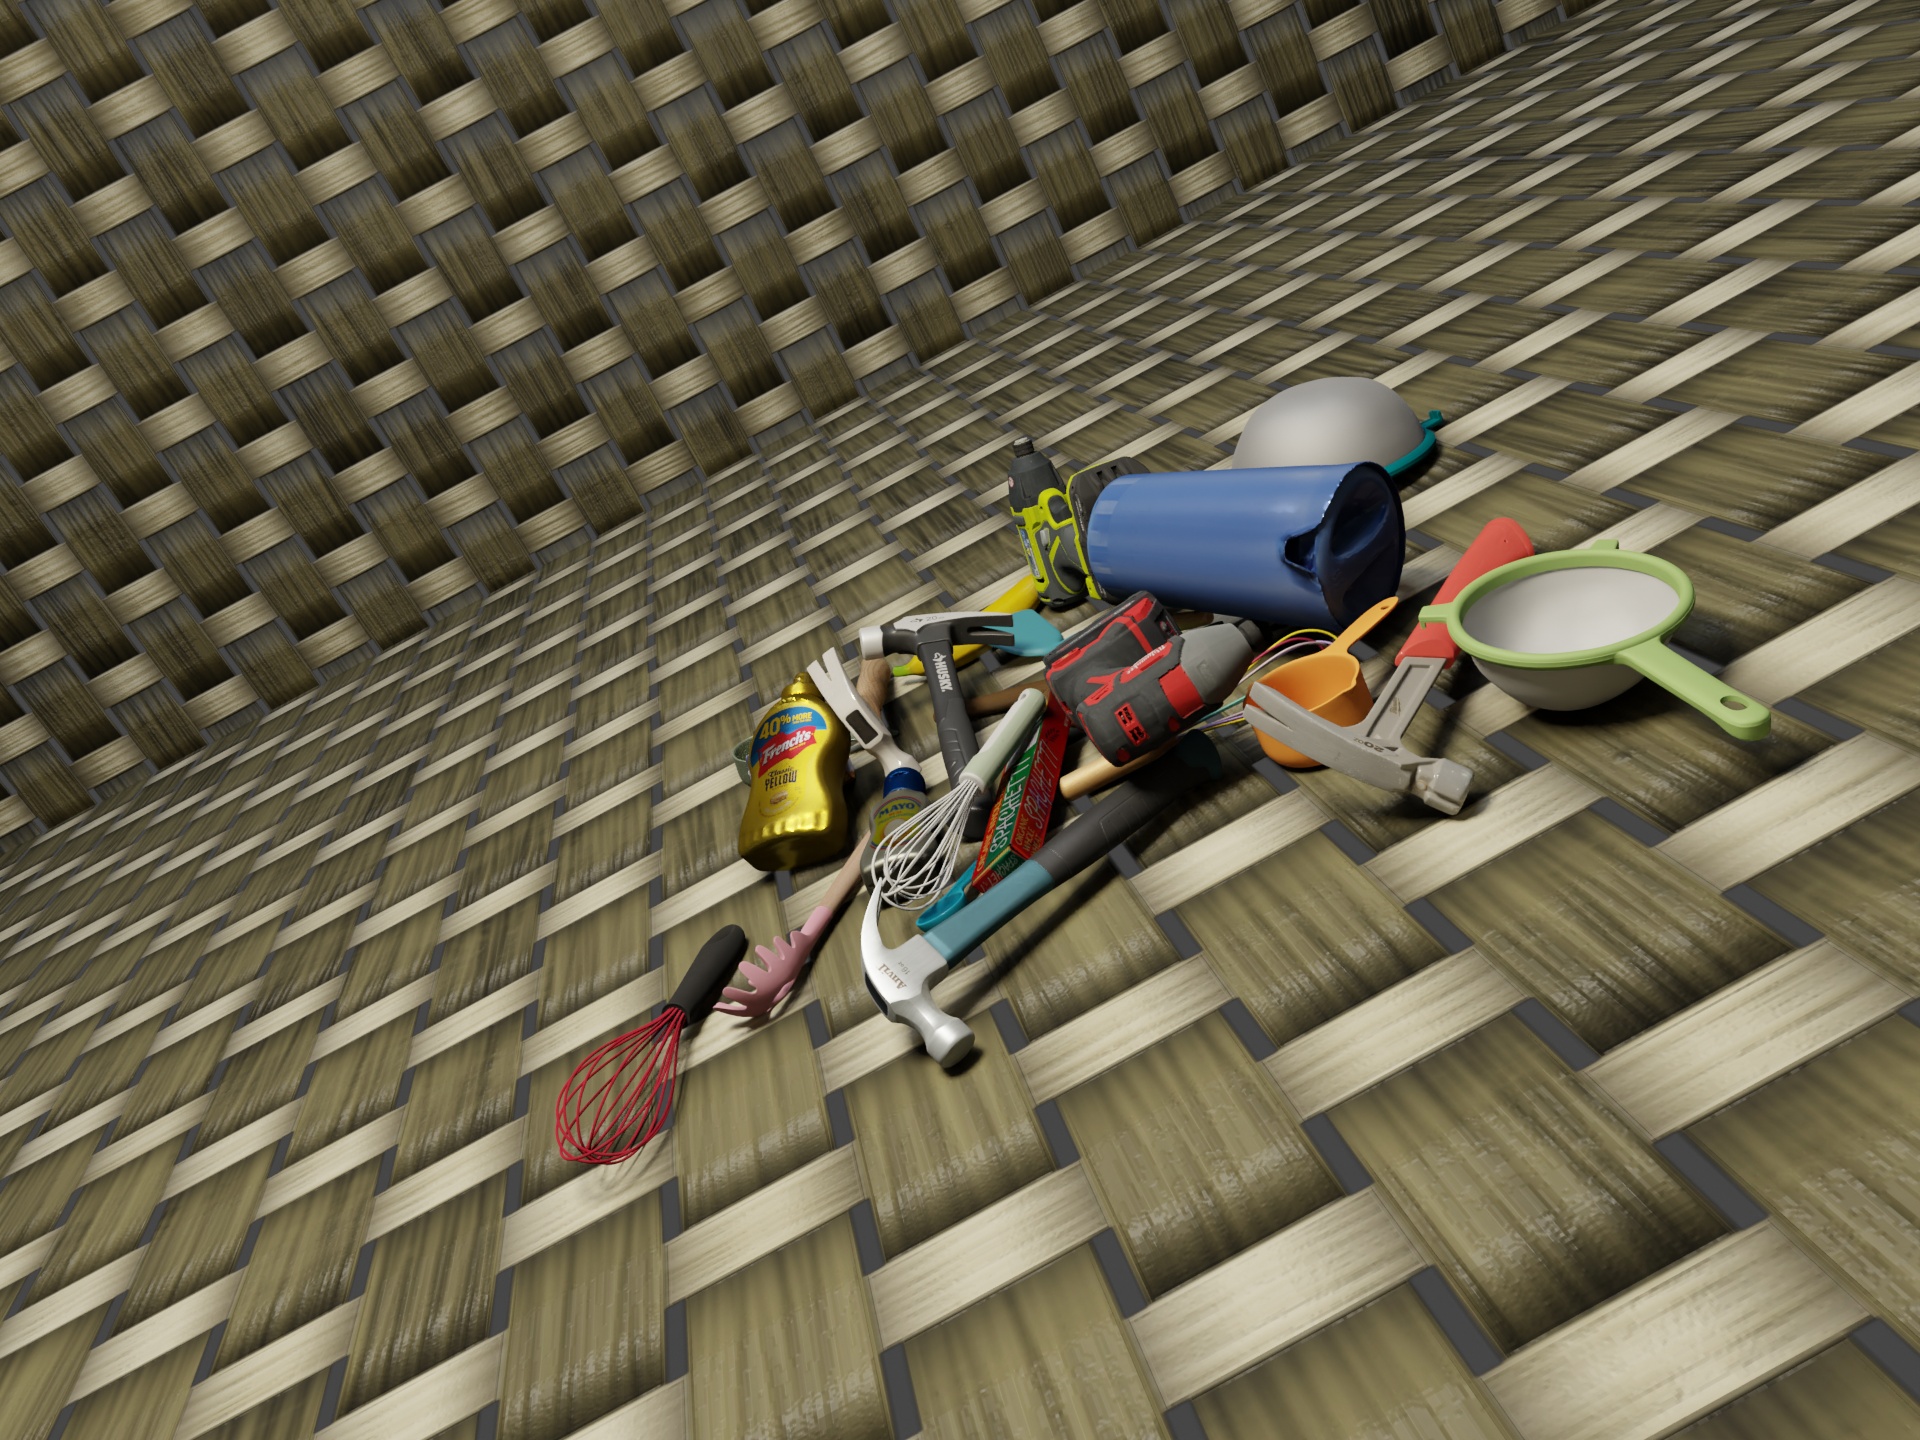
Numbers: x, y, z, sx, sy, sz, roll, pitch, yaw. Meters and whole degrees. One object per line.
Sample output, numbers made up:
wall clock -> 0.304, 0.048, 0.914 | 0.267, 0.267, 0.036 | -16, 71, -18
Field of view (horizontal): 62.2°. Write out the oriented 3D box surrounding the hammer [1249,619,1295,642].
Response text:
hammer -> 0.236, -0.150, 1.520 | 0.149, 0.036, 0.409 | -33, 22, -15

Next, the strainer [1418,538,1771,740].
strainer -> 0.415, -0.029, 0.997 | 0.151, 0.069, 0.257 | -21, 29, -6

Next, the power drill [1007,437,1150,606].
power drill -> 0.114, -0.191, 1.544 | 0.080, 0.171, 0.223 | -23, 16, -16

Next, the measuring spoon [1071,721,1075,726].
measuring spoon -> 0.090, -0.005, 1.394 | 0.117, 0.011, 0.021 | 0, 34, 50

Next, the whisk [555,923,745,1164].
whisk -> -0.220, 0.230, 1.181 | 0.073, 0.073, 0.296 | -19, 17, 21

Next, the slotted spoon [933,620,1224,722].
slotted spoon -> 0.101, -0.034, 1.431 | 0.314, 0.031, 0.070 | -14, 20, 35

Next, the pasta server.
pasta server -> -0.105, 0.134, 1.279 | 0.060, 0.040, 0.316 | -58, -2, 38

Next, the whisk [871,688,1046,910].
whisk -> 0.005, 0.054, 1.233 | 0.058, 0.059, 0.246 | -37, 12, 50

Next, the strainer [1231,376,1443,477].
strainer -> 0.322, -0.257, 1.517 | 0.211, 0.095, 0.340 | -9, 20, 34

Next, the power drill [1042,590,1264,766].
power drill -> 0.145, -0.037, 1.215 | 0.143, 0.078, 0.220 | -34, 10, -1

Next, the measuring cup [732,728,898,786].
measuring cup -> -0.140, 0.035, 1.565 | 0.167, 0.038, 0.083 | -6, 23, 8

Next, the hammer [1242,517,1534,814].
hammer -> 0.332, -0.063, 1.133 | 0.149, 0.036, 0.359 | 27, 41, 17

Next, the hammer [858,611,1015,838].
hammer -> -0.002, -0.004, 1.398 | 0.146, 0.035, 0.335 | -9, 33, -4

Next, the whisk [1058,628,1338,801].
whisk -> 0.185, -0.002, 1.237 | 0.245, 0.047, 0.051 | -28, 5, 10

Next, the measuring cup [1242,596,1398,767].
measuring cup -> 0.281, -0.028, 1.168 | 0.173, 0.052, 0.095 | -39, 24, -31

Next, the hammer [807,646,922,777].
hammer -> -0.088, -0.026, 1.528 | 0.031, 0.130, 0.331 | -38, 9, 6

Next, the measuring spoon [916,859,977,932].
measuring spoon -> 0.009, 0.127, 1.197 | 0.042, 0.021, 0.128 | -28, 9, 36

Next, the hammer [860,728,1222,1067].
hammer -> 0.066, 0.101, 1.108 | 0.331, 0.033, 0.128 | -33, 58, -29

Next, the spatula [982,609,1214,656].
spatula -> 0.124, -0.088, 1.471 | 0.082, 0.044, 0.317 | -23, 9, -30
